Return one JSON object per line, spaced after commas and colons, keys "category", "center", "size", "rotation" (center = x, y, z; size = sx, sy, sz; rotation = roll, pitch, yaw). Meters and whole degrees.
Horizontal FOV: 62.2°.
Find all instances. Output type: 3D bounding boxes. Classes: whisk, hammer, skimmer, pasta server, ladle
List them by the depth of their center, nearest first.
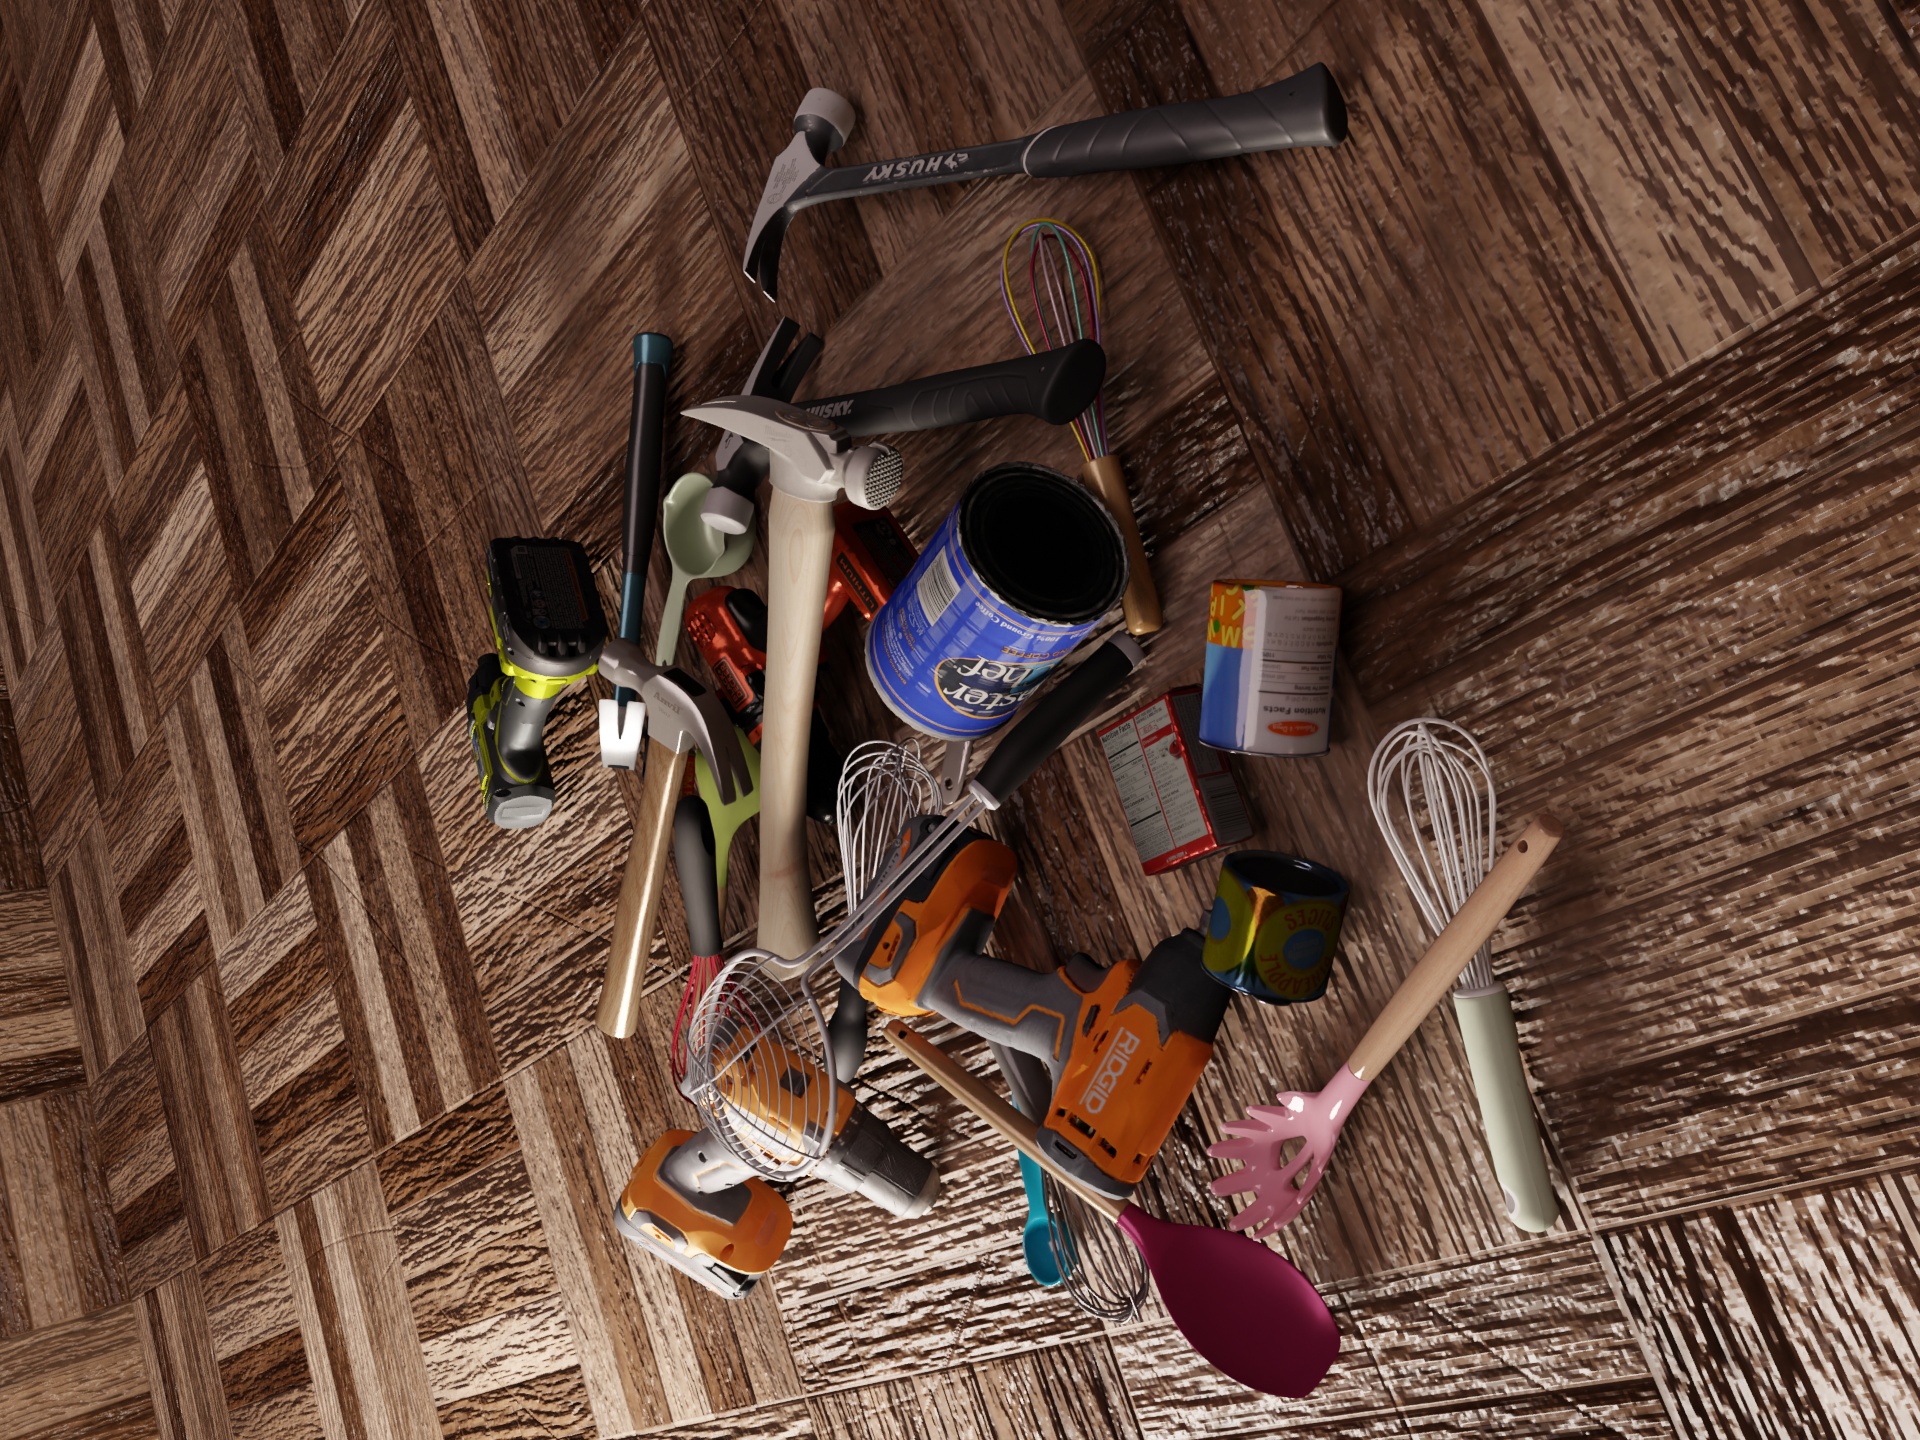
{"category": "whisk", "center": [0.244, 0.119, 0.750], "size": [0.058, 0.059, 0.246], "rotation": [91, 166, -88]}
{"category": "pasta server", "center": [0.197, 0.153, 0.759], "size": [0.060, 0.040, 0.316], "rotation": [63, 147, 36]}
{"category": "whisk", "center": [0.076, -0.168, 0.895], "size": [0.051, 0.047, 0.245], "rotation": [-21, 83, 57]}
{"category": "hammer", "center": [0.030, -0.316, 0.899], "size": [0.409, 0.036, 0.149], "rotation": [9, 70, 41]}
{"category": "skimmer", "center": [-0.018, 0.099, 0.903], "size": [0.363, 0.090, 0.127], "rotation": [-45, 49, -6]}
{"category": "hammer", "center": [-0.040, -0.192, 0.957], "size": [0.335, 0.035, 0.146], "rotation": [3, 71, 50]}
{"category": "whisk", "center": [0.054, 0.247, 0.959], "size": [0.055, 0.055, 0.239], "rotation": [-46, 58, 39]}
{"category": "hammer", "center": [-0.118, -0.004, 1.027], "size": [0.146, 0.038, 0.410], "rotation": [25, 125, 27]}
{"category": "whisk", "center": [-0.061, 0.132, 1.045], "size": [0.070, 0.070, 0.284], "rotation": [38, 130, 37]}
{"category": "whisk", "center": [-0.178, 0.176, 1.128], "size": [0.073, 0.073, 0.295], "rotation": [32, 134, 39]}
{"category": "hammer", "center": [-0.227, 0.107, 1.161], "size": [0.130, 0.031, 0.331], "rotation": [31, 125, 22]}
{"category": "ladle", "center": [-0.175, 0.140, 1.192], "size": [0.078, 0.062, 0.320], "rotation": [26, 119, 30]}
{"category": "hammer", "center": [-0.247, -0.126, 1.211], "size": [0.128, 0.033, 0.331], "rotation": [-154, 69, -78]}

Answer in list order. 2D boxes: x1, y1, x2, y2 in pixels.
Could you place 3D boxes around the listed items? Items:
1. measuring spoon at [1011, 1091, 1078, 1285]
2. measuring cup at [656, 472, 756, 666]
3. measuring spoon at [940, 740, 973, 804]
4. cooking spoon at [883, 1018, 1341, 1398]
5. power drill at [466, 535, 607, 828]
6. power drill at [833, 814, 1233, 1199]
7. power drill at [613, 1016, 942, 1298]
{"category": "measuring spoon", "center": [0.052, 0.282, 0.986], "size": [0.042, 0.021, 0.129], "rotation": [-27, 66, 48]}
{"category": "measuring cup", "center": [-0.193, -0.104, 1.180], "size": [0.083, 0.038, 0.167], "rotation": [39, 122, 36]}
{"category": "measuring spoon", "center": [-0.002, -0.003, 1.005], "size": [0.034, 0.018, 0.124], "rotation": [26, 113, 41]}
{"category": "cooking spoon", "center": [0.074, 0.265, 0.907], "size": [0.319, 0.017, 0.069], "rotation": [33, 73, 28]}
{"category": "power drill", "center": [-0.364, -0.041, 1.318], "size": [0.223, 0.080, 0.171], "rotation": [-59, 43, 43]}
{"category": "power drill", "center": [0.048, 0.142, 0.916], "size": [0.227, 0.084, 0.164], "rotation": [31, 93, 36]}
{"category": "power drill", "center": [-0.129, 0.317, 1.102], "size": [0.185, 0.084, 0.226], "rotation": [33, 130, -2]}
